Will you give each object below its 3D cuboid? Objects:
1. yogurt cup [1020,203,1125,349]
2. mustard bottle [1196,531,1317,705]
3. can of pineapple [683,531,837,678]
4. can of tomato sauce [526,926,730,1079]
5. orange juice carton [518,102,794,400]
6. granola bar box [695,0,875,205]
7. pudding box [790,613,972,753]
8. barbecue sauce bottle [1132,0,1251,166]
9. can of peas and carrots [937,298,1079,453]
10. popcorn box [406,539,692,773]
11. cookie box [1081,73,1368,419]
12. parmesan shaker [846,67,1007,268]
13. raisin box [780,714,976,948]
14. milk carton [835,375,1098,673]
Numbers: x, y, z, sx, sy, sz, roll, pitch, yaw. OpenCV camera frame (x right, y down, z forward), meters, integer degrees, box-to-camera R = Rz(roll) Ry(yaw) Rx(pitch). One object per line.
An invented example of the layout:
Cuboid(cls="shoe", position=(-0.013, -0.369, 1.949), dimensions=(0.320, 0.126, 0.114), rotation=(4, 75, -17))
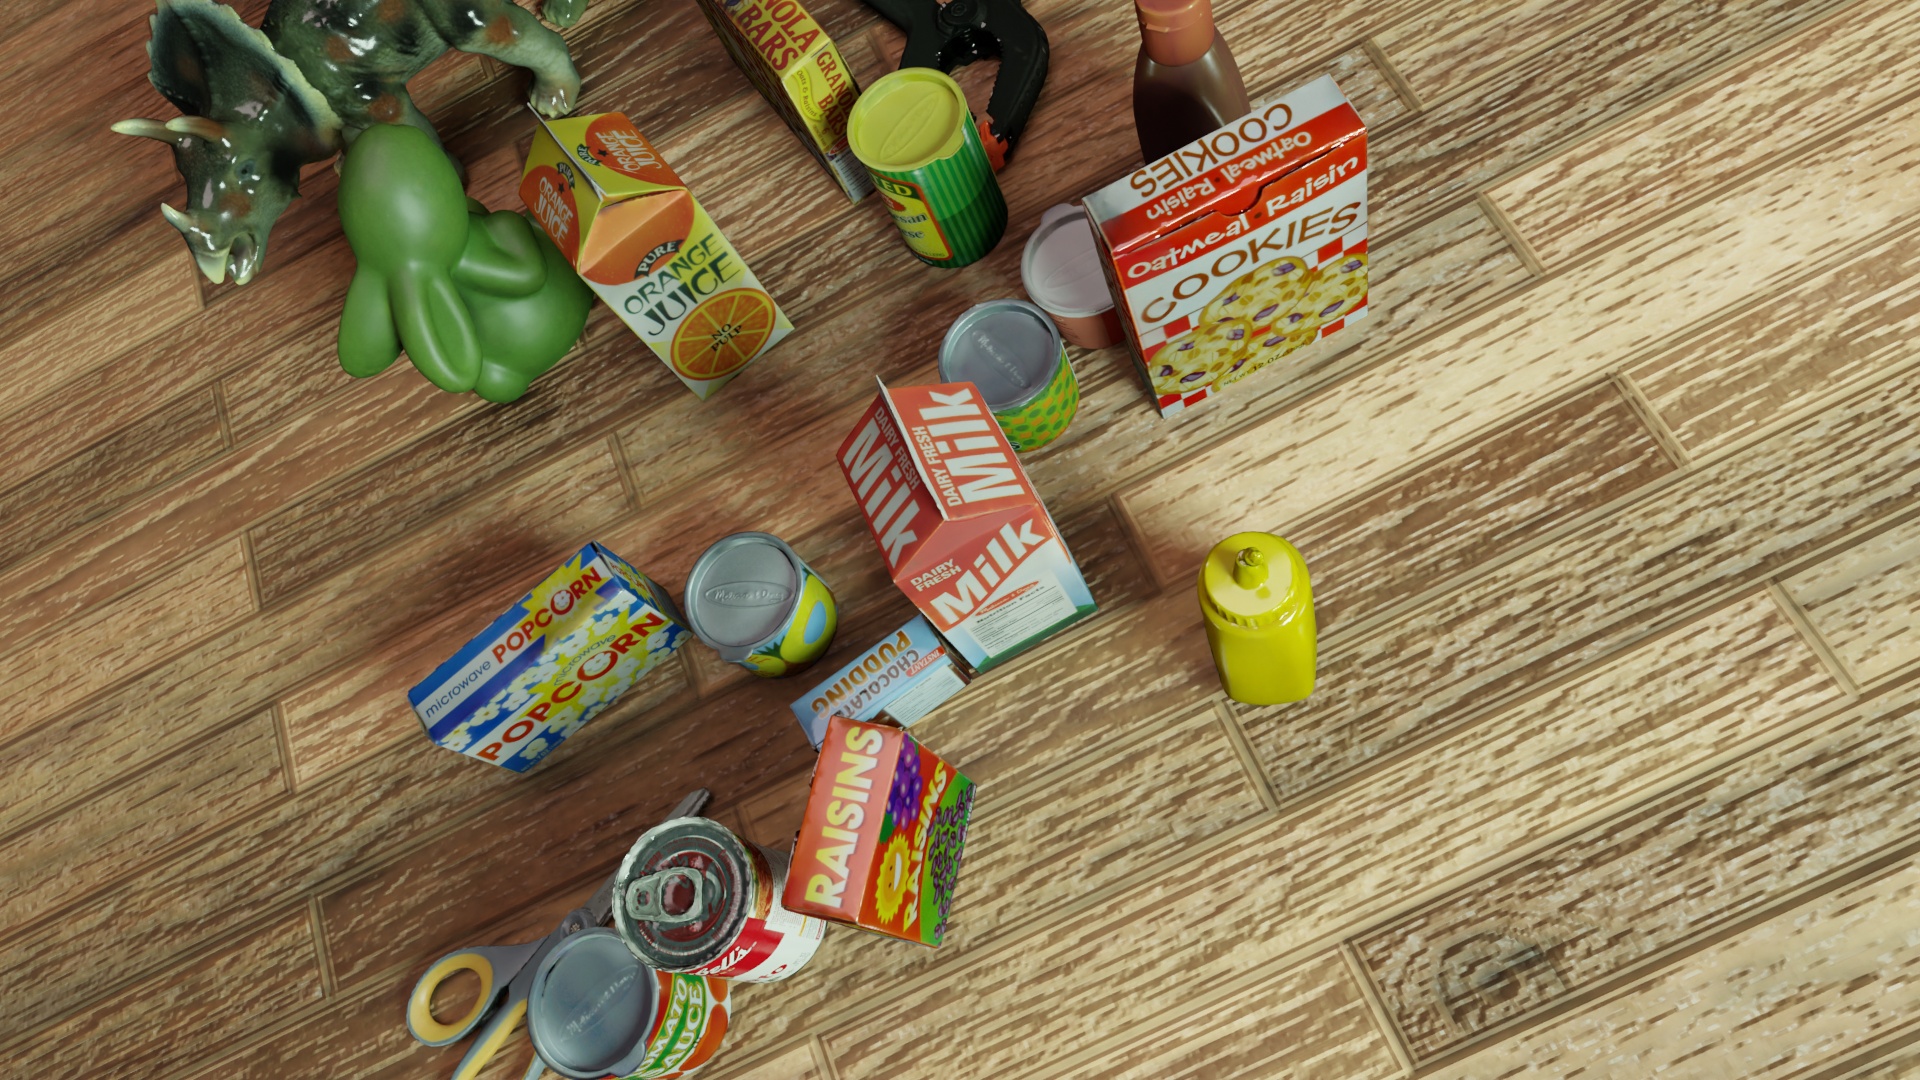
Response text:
Cuboid(cls="yogurt cup", position=(0.071, -0.141, 0.761), dimensions=(0.072, 0.054, 0.072), rotation=(-6, 68, 14))
Cuboid(cls="mustard bottle", position=(0.132, 0.029, 0.617), dimensions=(0.049, 0.160, 0.065), rotation=(-5, 68, 14))
Cuboid(cls="can of pineapple", position=(-0.106, 0.037, 0.739), dimensions=(0.071, 0.057, 0.071), rotation=(-6, 68, 14))
Cuboid(cls="can of tomato sauce", position=(-0.155, 0.224, 0.665), dimensions=(0.071, 0.083, 0.071), rotation=(-6, 68, 14))
Cuboid(cls="orange juice carton", position=(-0.171, -0.161, 0.761), dimensions=(0.073, 0.192, 0.072), rotation=(-39, 64, -1))
Cuboid(cls="granola bar box", position=(-0.110, -0.296, 0.835), dimensions=(0.039, 0.124, 0.166), rotation=(-37, 64, 0))
Cuboid(cls="pudding box", position=(-0.040, 0.078, 0.708), dimensions=(0.084, 0.049, 0.030), rotation=(-36, 64, 0))
Cuboid(cls="barbecue sauce bottle", position=(0.120, -0.241, 0.734), dimensions=(0.065, 0.148, 0.044), rotation=(22, 77, 22))
Cuboid(cls="can of peas and carrots", position=(0.026, -0.086, 0.749), dimensions=(0.071, 0.058, 0.071), rotation=(-6, 68, 14))
Cuboid(cls="popcorn box", position=(-0.217, 0.065, 0.745), dimensions=(0.127, 0.085, 0.038), rotation=(-40, 64, -2))
Cuboid(cls="cookie box", position=(0.135, -0.135, 0.677), dimensions=(0.123, 0.167, 0.040), rotation=(-27, 65, 5))
Cuboid(cls="parmesan shaker", position=(-0.014, -0.205, 0.783), dimensions=(0.071, 0.103, 0.071), rotation=(-6, 68, 14))
Cuboid(cls="raisin box", position=(-0.034, 0.138, 0.643), dimensions=(0.040, 0.123, 0.086), rotation=(8, 72, 19))
Cuboid(cls="milk carton", position=(0.002, -0.008, 0.652), dimensions=(0.073, 0.190, 0.072), rotation=(-29, 65, 4))
